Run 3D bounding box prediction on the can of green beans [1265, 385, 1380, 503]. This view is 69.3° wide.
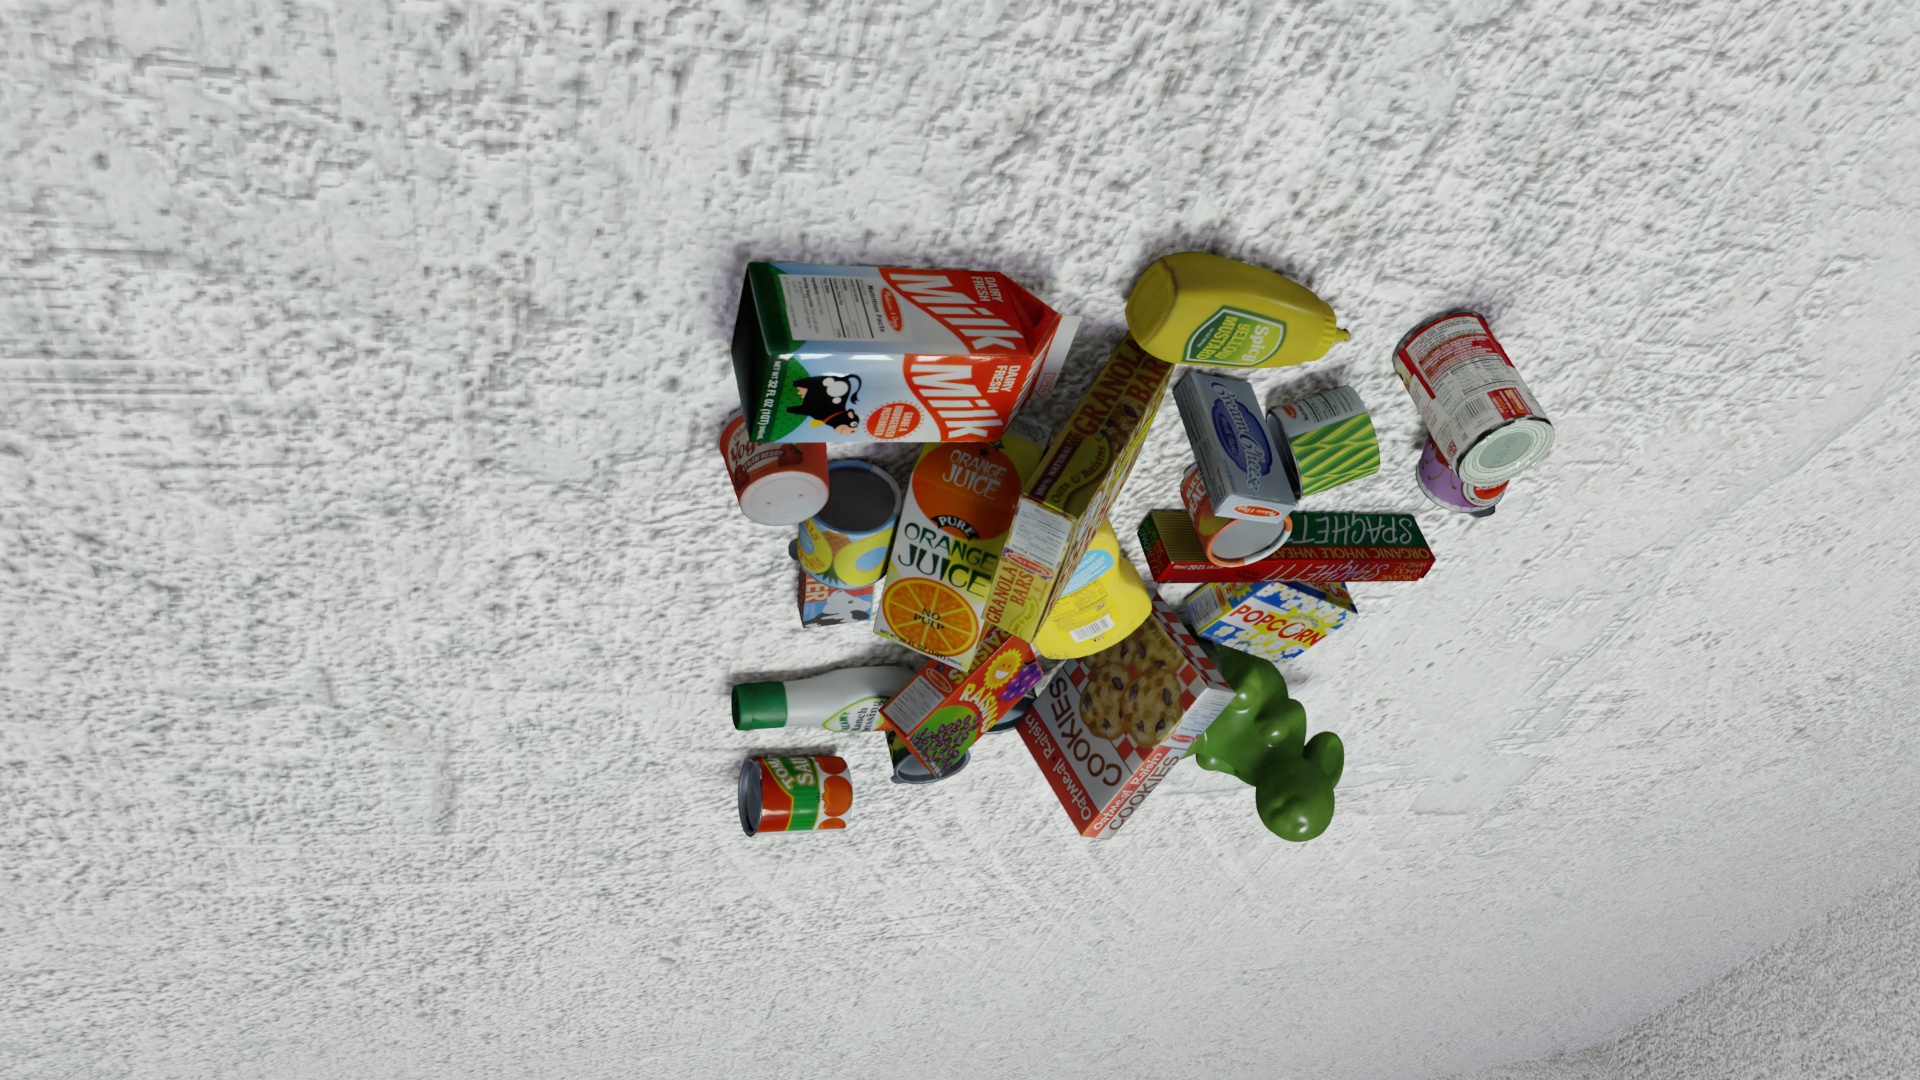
[{"bbox_3d":[0.250,-0.068,0.960,0.058,0.071,0.071,-19,145,2],"label":"can of green beans"}]

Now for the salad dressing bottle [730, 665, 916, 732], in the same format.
[{"bbox_3d":[-0.106,0.128,1.104,0.148,0.044,0.064,-1,142,-20],"label":"salad dressing bottle"}]

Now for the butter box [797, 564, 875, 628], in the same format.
[{"bbox_3d":[-0.087,0.022,0.983,0.053,0.024,0.103,-8,144,-13],"label":"butter box"}]

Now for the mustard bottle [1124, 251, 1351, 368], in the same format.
[{"bbox_3d":[0.181,-0.136,0.853,0.160,0.049,0.065,4,142,-26],"label":"mustard bottle"}]

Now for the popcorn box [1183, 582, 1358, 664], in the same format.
[{"bbox_3d":[0.259,0.056,1.157,0.127,0.038,0.085,19,131,-40],"label":"popcorn box"}]

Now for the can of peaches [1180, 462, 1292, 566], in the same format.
[{"bbox_3d":[0.198,-0.023,1.008,0.071,0.058,0.071,-11,145,-8],"label":"can of peaches"}]

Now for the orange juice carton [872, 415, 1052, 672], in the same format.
[{"bbox_3d":[0.003,-0.011,0.900,0.072,0.073,0.191,22,132,6],"label":"orange juice carton"}]

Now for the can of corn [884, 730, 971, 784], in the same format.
[{"bbox_3d":[-0.032,0.165,1.172,0.071,0.058,0.070,-11,145,-8],"label":"can of corn"}]

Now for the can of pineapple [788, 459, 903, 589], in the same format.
[{"bbox_3d":[-0.074,-0.010,0.906,0.071,0.071,0.057,-6,143,-15],"label":"can of pineapple"}]

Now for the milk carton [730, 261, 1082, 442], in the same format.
[{"bbox_3d":[-0.027,-0.105,0.790,0.191,0.074,0.072,-2,142,-20],"label":"milk carton"}]

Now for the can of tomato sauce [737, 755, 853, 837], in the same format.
[{"bbox_3d":[-0.142,0.218,1.195,0.083,0.071,0.070,3,141,-26],"label":"can of tomato sauce"}]

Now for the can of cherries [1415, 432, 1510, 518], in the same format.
[{"bbox_3d":[0.374,-0.061,1.015,0.071,0.072,0.058,-12,144,-7],"label":"can of cherries"}]

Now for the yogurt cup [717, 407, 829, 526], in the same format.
[{"bbox_3d":[-0.112,-0.045,0.854,0.072,0.054,0.072,-11,145,-7],"label":"yogurt cup"}]

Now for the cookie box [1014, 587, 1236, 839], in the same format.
[{"bbox_3d":[0.127,0.137,1.109,0.040,0.123,0.166,16,119,-40],"label":"cookie box"}]

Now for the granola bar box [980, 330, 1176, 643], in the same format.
[{"bbox_3d":[0.075,-0.034,0.862,0.039,0.166,0.123,27,141,9],"label":"granola bar box"}]

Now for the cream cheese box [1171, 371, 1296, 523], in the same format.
[{"bbox_3d":[0.177,-0.062,0.906,0.053,0.104,0.024,7,143,-28],"label":"cream cheese box"}]

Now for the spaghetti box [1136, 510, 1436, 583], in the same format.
[{"bbox_3d":[0.257,0.005,1.077,0.250,0.050,0.028,0,143,-23],"label":"spaghetti box"}]

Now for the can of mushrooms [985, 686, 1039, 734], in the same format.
[{"bbox_3d":[0.034,0.134,1.178,0.071,0.033,0.070,-11,144,-8],"label":"can of mushrooms"}]

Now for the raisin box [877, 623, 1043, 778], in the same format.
[{"bbox_3d":[0.003,0.119,1.096,0.123,0.040,0.085,-43,145,-12],"label":"raisin box"}]
